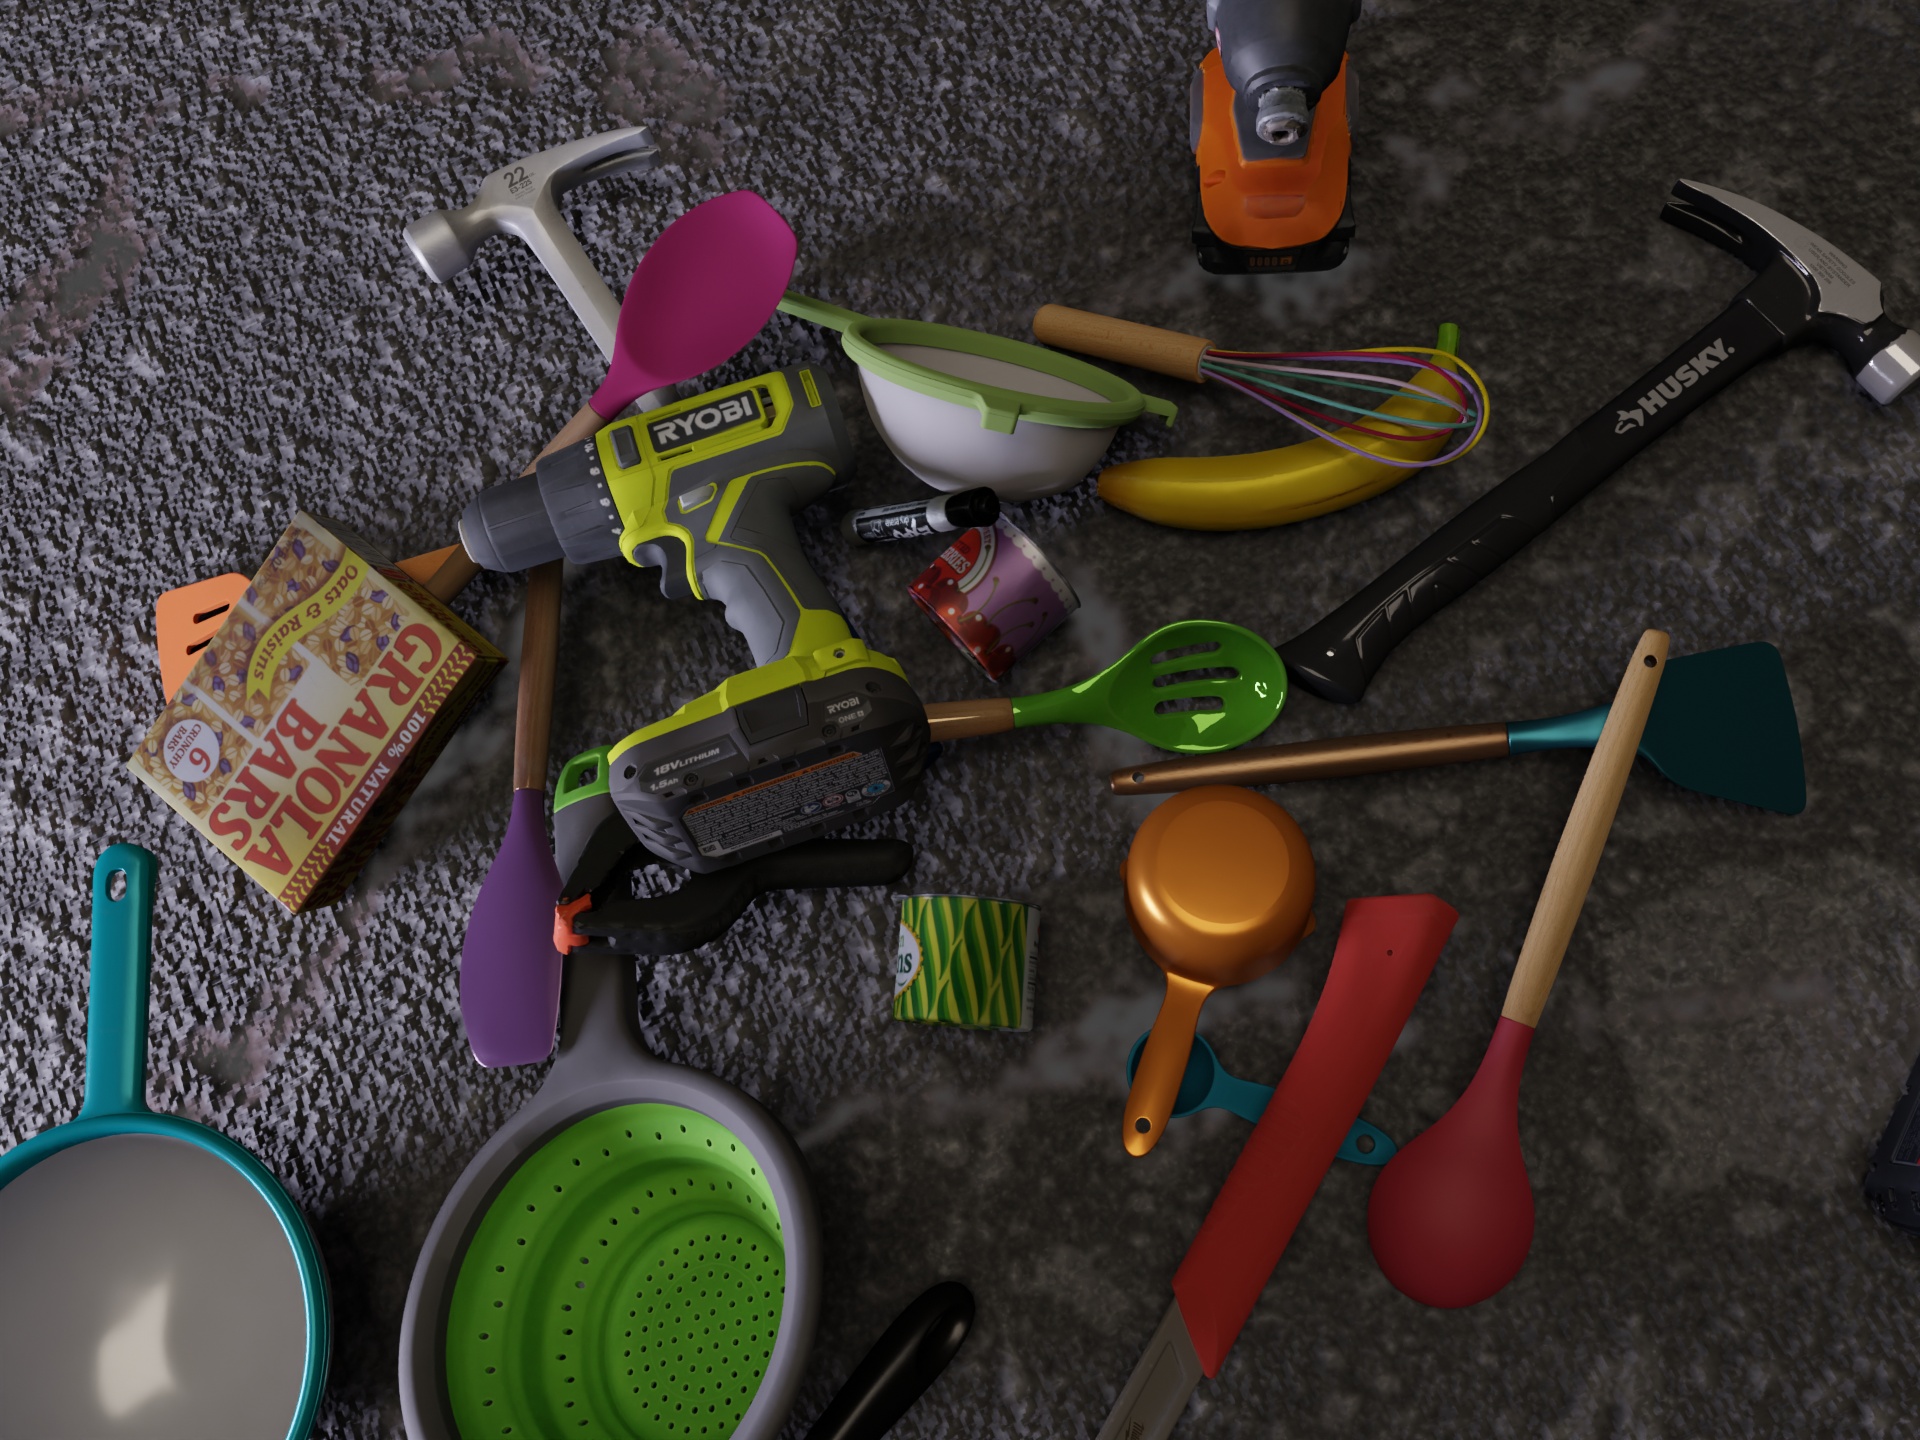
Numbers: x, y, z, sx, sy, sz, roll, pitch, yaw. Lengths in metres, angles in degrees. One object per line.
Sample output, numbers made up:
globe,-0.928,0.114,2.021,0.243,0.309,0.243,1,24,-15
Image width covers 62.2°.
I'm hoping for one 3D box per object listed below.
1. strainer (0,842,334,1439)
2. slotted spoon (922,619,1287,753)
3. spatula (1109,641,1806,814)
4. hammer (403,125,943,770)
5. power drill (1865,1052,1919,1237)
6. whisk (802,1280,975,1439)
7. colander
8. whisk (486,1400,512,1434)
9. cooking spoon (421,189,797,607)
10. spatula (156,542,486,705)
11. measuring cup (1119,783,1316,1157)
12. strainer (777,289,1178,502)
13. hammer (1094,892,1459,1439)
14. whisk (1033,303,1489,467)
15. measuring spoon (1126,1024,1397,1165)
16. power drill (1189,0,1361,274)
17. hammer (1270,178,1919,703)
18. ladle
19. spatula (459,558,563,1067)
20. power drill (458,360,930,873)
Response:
strainer,-0.385,0.232,0.765,0.211,0.095,0.341,-9,73,5
slotted spoon,-0.001,-0.002,0.759,0.313,0.031,0.070,-7,113,-4
spatula,0.229,0.016,0.749,0.317,0.044,0.082,-6,77,12
hammer,-0.132,-0.140,0.830,0.144,0.035,0.406,-33,77,-6
power drill,0.515,0.182,0.636,0.227,0.080,0.188,27,82,12
whisk,-0.094,0.356,0.672,0.073,0.073,0.296,38,65,16
colander,-0.147,0.195,0.745,0.204,0.094,0.398,-20,56,14
whisk,-0.155,0.426,0.698,0.070,0.070,0.285,-30,69,1
cooking spoon,-0.200,-0.139,0.809,0.319,0.017,0.069,-44,87,14
spatula,-0.292,-0.078,0.864,0.322,0.041,0.081,-16,76,1
measuring cup,0.105,0.109,0.715,0.095,0.052,0.174,17,66,13
strainer,-0.030,-0.166,0.812,0.256,0.151,0.069,27,116,32
hammer,0.127,0.238,0.693,0.149,0.036,0.359,30,84,7
whisk,0.141,-0.175,0.779,0.245,0.047,0.051,22,44,31
measuring spoon,0.138,0.177,0.733,0.128,0.021,0.042,20,82,4
power drill,0.146,-0.296,0.735,0.084,0.226,0.164,1,77,10
hammer,0.289,-0.124,0.770,0.335,0.035,0.146,-37,74,-1
ladle,0.255,0.108,0.698,0.069,0.031,0.315,20,87,13
spatula,-0.214,0.012,0.790,0.060,0.018,0.316,-10,67,21
power drill,-0.123,-0.052,0.732,0.190,0.080,0.229,-19,60,-3
